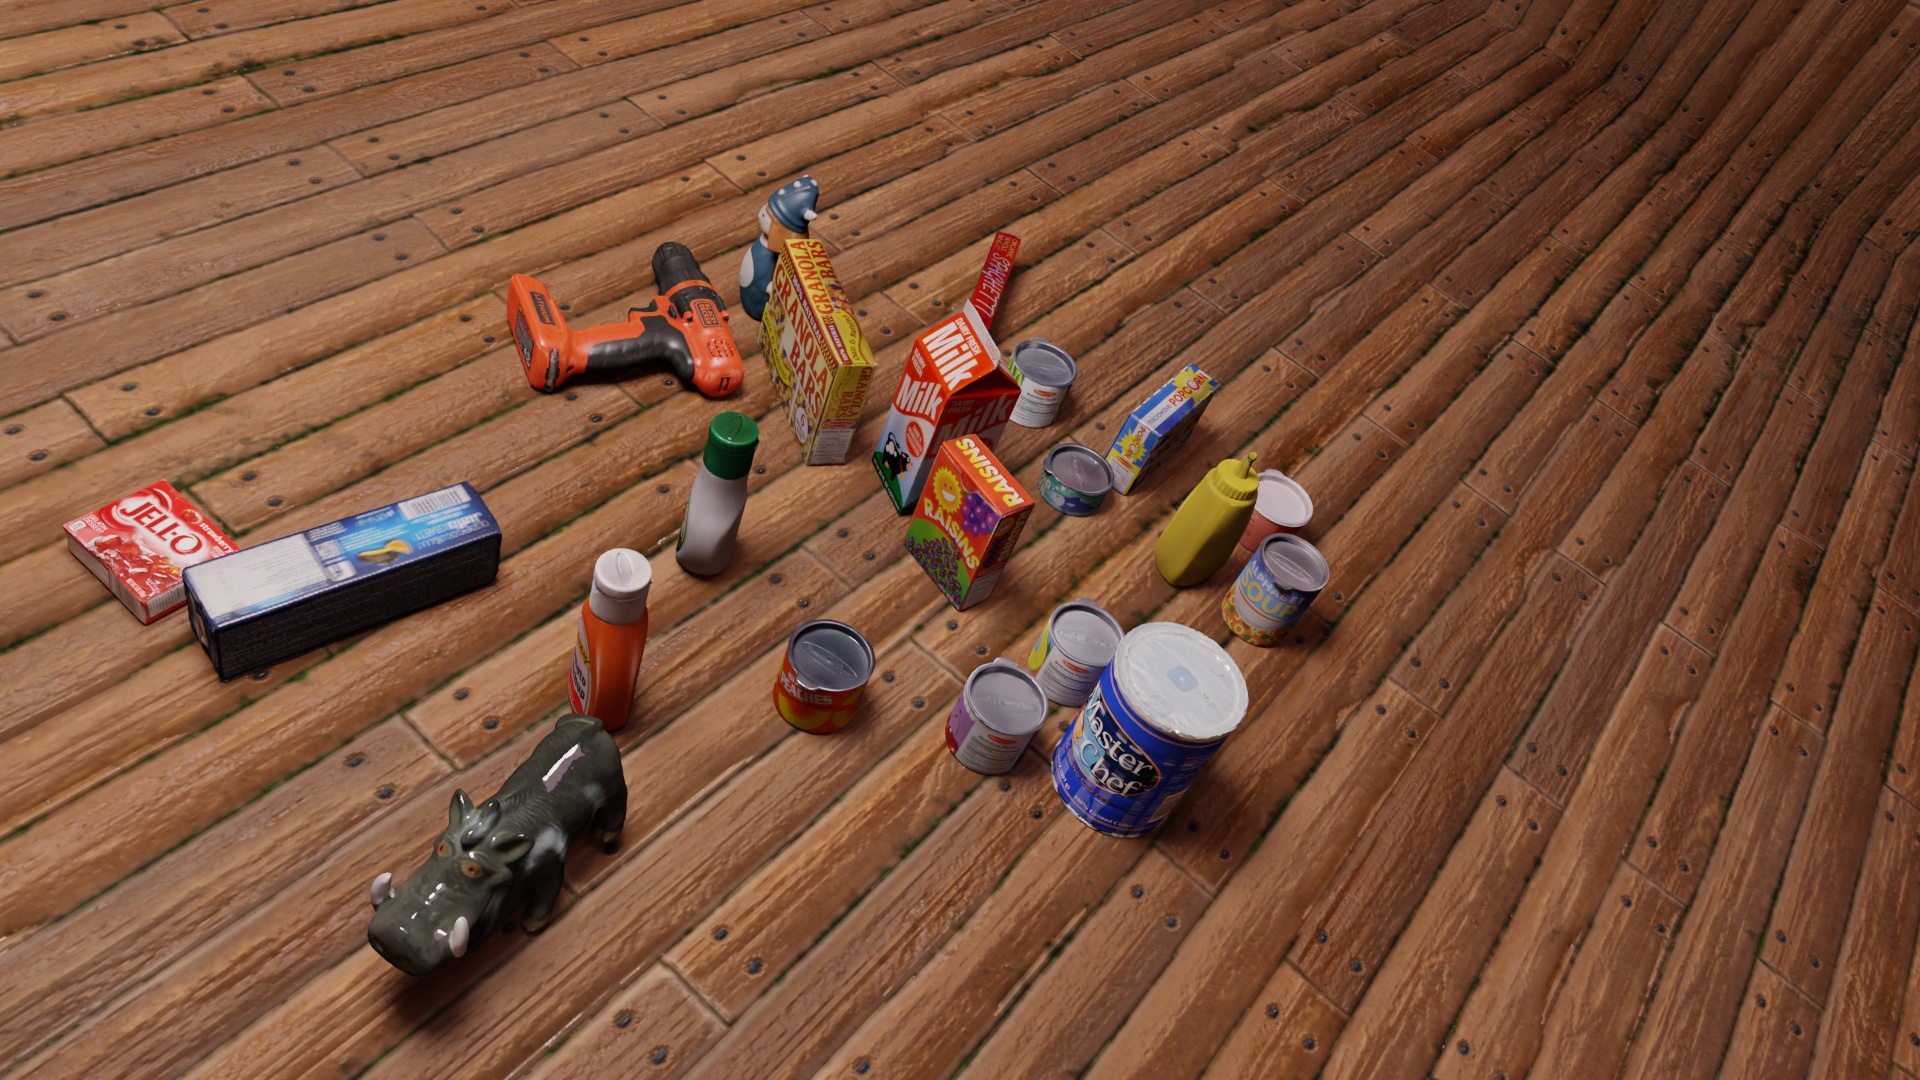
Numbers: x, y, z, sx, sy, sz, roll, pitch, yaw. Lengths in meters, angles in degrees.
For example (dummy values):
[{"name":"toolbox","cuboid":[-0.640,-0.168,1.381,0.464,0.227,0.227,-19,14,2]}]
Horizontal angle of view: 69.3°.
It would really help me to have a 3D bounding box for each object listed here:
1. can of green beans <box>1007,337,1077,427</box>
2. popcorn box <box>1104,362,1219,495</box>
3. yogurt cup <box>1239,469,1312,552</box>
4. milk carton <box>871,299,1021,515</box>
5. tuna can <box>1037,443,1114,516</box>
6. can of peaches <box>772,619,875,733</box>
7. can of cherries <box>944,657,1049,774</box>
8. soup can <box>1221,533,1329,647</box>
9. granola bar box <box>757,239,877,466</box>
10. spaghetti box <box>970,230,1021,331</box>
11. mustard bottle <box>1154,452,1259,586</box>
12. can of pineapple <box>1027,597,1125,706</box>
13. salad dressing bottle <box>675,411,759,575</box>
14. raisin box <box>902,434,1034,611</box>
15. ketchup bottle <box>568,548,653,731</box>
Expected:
[{"name":"can of green beans","cuboid":[0.073,-0.152,1.353,0.071,0.057,0.071,12,45,-12]},{"name":"popcorn box","cuboid":[0.191,-0.108,1.341,0.038,0.084,0.127,38,46,14]},{"name":"yogurt cup","cuboid":[0.294,-0.023,1.327,0.072,0.053,0.073,12,45,-12]},{"name":"milk carton","cuboid":[-0.009,-0.111,1.185,0.073,0.189,0.072,-8,52,-29]},{"name":"tuna can","cuboid":[0.105,-0.057,1.294,0.071,0.032,0.071,12,45,-12]},{"name":"can of peaches","cuboid":[-0.104,0.103,1.037,0.071,0.057,0.071,12,45,-12]},{"name":"can of cherries","cuboid":[0.028,0.135,1.062,0.071,0.058,0.072,12,45,-12]},{"name":"soup can","cuboid":[0.277,0.046,1.233,0.071,0.083,0.072,12,45,-12]},{"name":"granola bar box","cuboid":[-0.131,-0.167,1.233,0.039,0.123,0.166,-5,51,-27]},{"name":"spaghetti box","cuboid":[0.021,-0.230,1.410,0.029,0.049,0.251,21,44,-4]},{"name":"mustard bottle","cuboid":[0.226,-0.025,1.224,0.065,0.159,0.049,-11,54,-31]},{"name":"can of pineapple","cuboid":[0.095,0.092,1.132,0.071,0.057,0.071,12,45,-12]},{"name":"salad dressing bottle","cuboid":[-0.186,-0.036,1.069,0.044,0.146,0.064,20,44,-5]},{"name":"raisin box","cuboid":[0.004,-0.014,1.147,0.040,0.122,0.086,-20,59,-36]},{"name":"ketchup bottle","cuboid":[-0.239,0.066,0.950,0.043,0.148,0.065,-4,51,-26]}]
